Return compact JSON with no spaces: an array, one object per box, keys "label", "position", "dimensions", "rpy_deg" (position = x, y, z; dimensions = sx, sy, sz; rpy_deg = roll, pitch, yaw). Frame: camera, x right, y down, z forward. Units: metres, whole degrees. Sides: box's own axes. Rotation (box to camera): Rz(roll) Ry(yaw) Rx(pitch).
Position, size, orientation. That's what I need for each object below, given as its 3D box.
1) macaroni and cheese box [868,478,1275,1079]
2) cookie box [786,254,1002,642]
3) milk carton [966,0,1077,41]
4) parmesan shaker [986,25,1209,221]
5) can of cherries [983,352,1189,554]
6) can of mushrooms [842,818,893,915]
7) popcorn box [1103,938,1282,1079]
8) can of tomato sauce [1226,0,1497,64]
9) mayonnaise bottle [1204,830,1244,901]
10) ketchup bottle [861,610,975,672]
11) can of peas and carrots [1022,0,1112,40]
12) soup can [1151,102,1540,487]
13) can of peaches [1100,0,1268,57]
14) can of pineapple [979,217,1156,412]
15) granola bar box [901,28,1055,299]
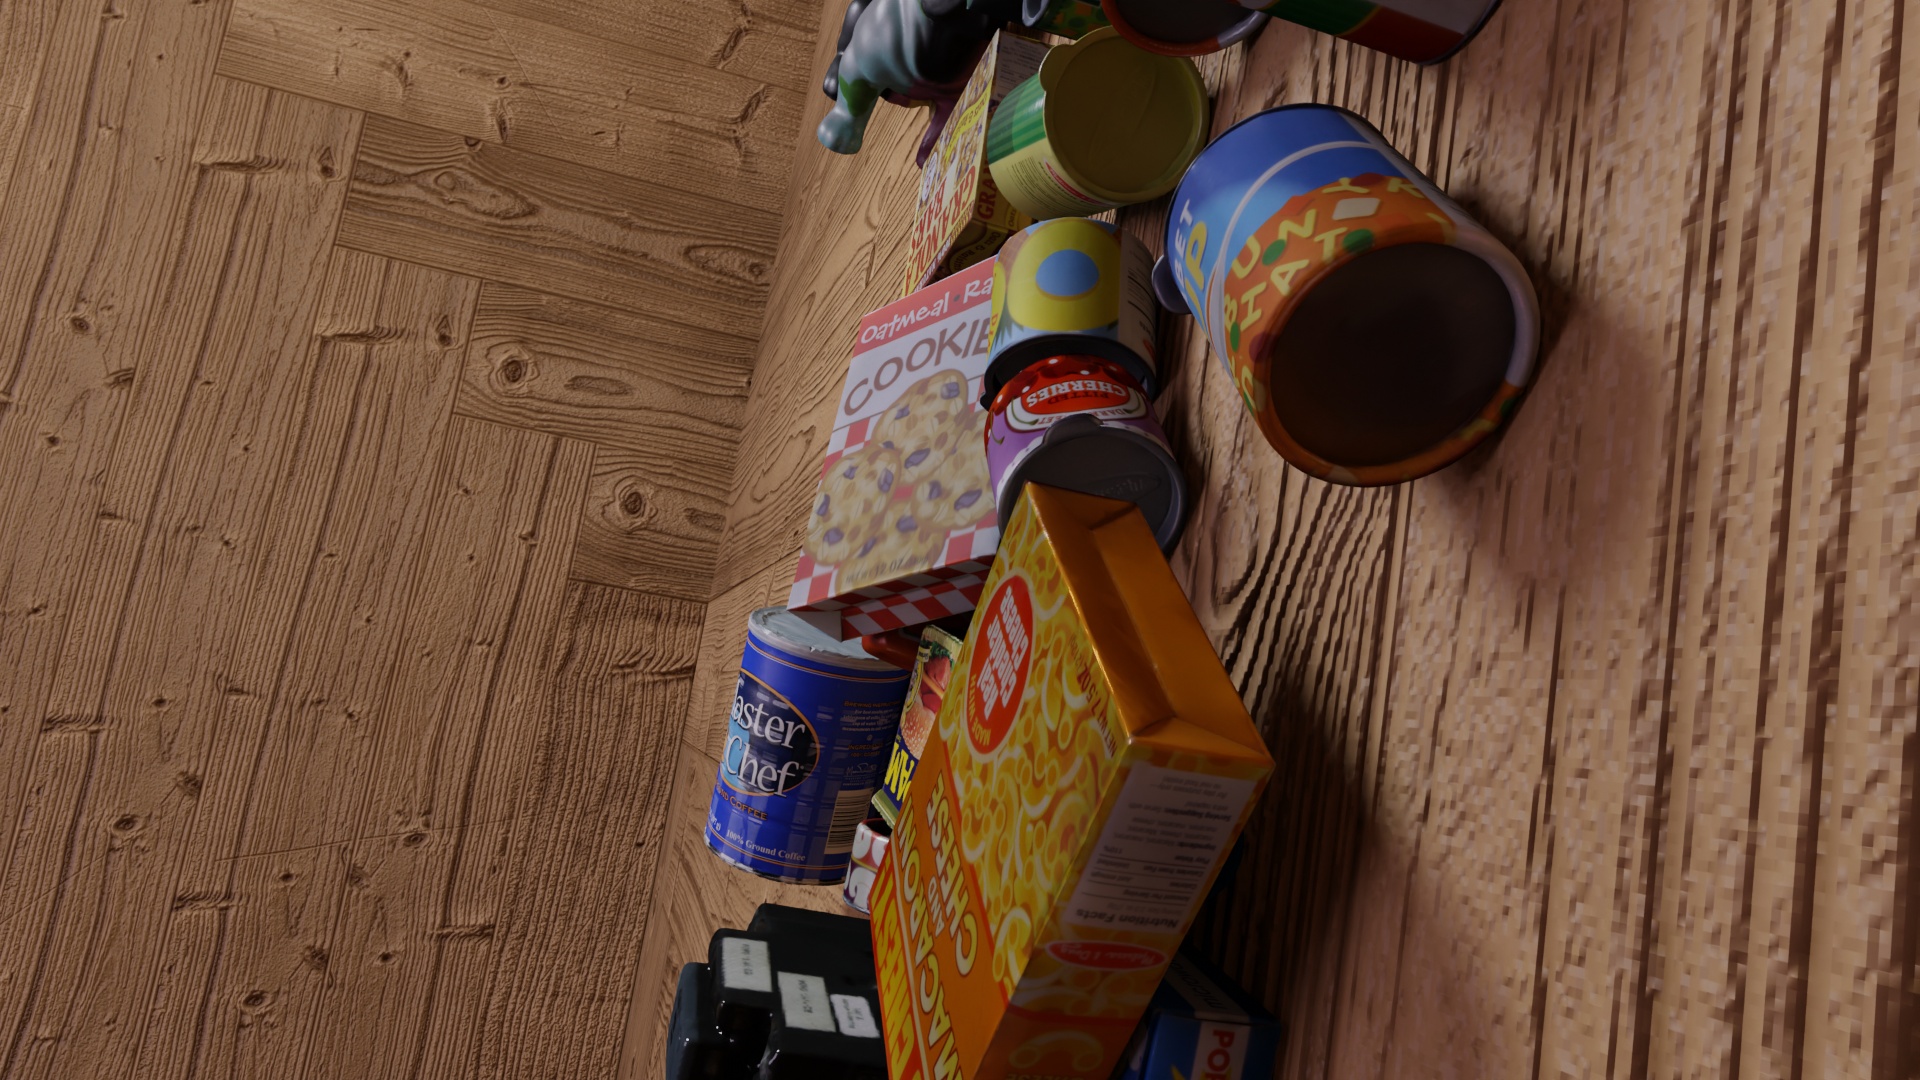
[{"label":"macaroni and cheese box","position":[0.020,0.086,0.390],"dimensions":[0.124,0.040,0.165],"rpy_deg":[-106,32,-59]},{"label":"cookie box","position":[-0.005,-0.046,0.620],"dimensions":[0.122,0.040,0.168],"rpy_deg":[-16,51,39]},{"label":"milk carton","position":[0.048,-0.359,0.740],"dimensions":[0.073,0.072,0.191],"rpy_deg":[119,158,-52]},{"label":"parmesan shaker","position":[0.051,-0.171,0.576],"dimensions":[0.103,0.071,0.071],"rpy_deg":[-145,67,-75]},{"label":"can of cherries","position":[0.043,-0.028,0.497],"dimensions":[0.059,0.071,0.071],"rpy_deg":[-98,24,-56]},{"label":"can of mushrooms","position":[-0.017,0.143,0.596],"dimensions":[0.071,0.071,0.033],"rpy_deg":[-178,99,-76]},{"label":"popcorn box","position":[0.043,0.156,0.409],"dimensions":[0.126,0.038,0.085],"rpy_deg":[-165,85,-76]},{"label":"can of tomato sauce","position":[0.097,-0.170,0.367],"dimensions":[0.071,0.083,0.071],"rpy_deg":[-167,88,-76]},{"label":"mayonnaise bottle","position":[0.045,0.081,0.460],"dimensions":[0.148,0.041,0.064],"rpy_deg":[-163,85,-75]},{"label":"ketchup bottle","position":[0.002,-0.008,0.665],"dimensions":[0.043,0.065,0.149],"rpy_deg":[-13,57,61]},{"label":"can of peas and carrots","position":[0.066,-0.251,0.608],"dimensions":[0.071,0.059,0.071],"rpy_deg":[-167,89,-76]},{"label":"soup can","position":[0.089,-0.060,0.338],"dimensions":[0.084,0.071,0.071],"rpy_deg":[-100,26,-56]},{"label":"can of peaches","position":[0.080,-0.220,0.502],"dimensions":[0.071,0.071,0.058],"rpy_deg":[123,154,-56]},{"label":"can of pineapple","position":[0.042,-0.084,0.545],"dimensions":[0.070,0.071,0.058],"rpy_deg":[125,154,-58]},{"label":"granola bar box","position":[0.008,-0.210,0.848],"dimensions":[0.165,0.039,0.124],"rpy_deg":[142,138,-69]}]
